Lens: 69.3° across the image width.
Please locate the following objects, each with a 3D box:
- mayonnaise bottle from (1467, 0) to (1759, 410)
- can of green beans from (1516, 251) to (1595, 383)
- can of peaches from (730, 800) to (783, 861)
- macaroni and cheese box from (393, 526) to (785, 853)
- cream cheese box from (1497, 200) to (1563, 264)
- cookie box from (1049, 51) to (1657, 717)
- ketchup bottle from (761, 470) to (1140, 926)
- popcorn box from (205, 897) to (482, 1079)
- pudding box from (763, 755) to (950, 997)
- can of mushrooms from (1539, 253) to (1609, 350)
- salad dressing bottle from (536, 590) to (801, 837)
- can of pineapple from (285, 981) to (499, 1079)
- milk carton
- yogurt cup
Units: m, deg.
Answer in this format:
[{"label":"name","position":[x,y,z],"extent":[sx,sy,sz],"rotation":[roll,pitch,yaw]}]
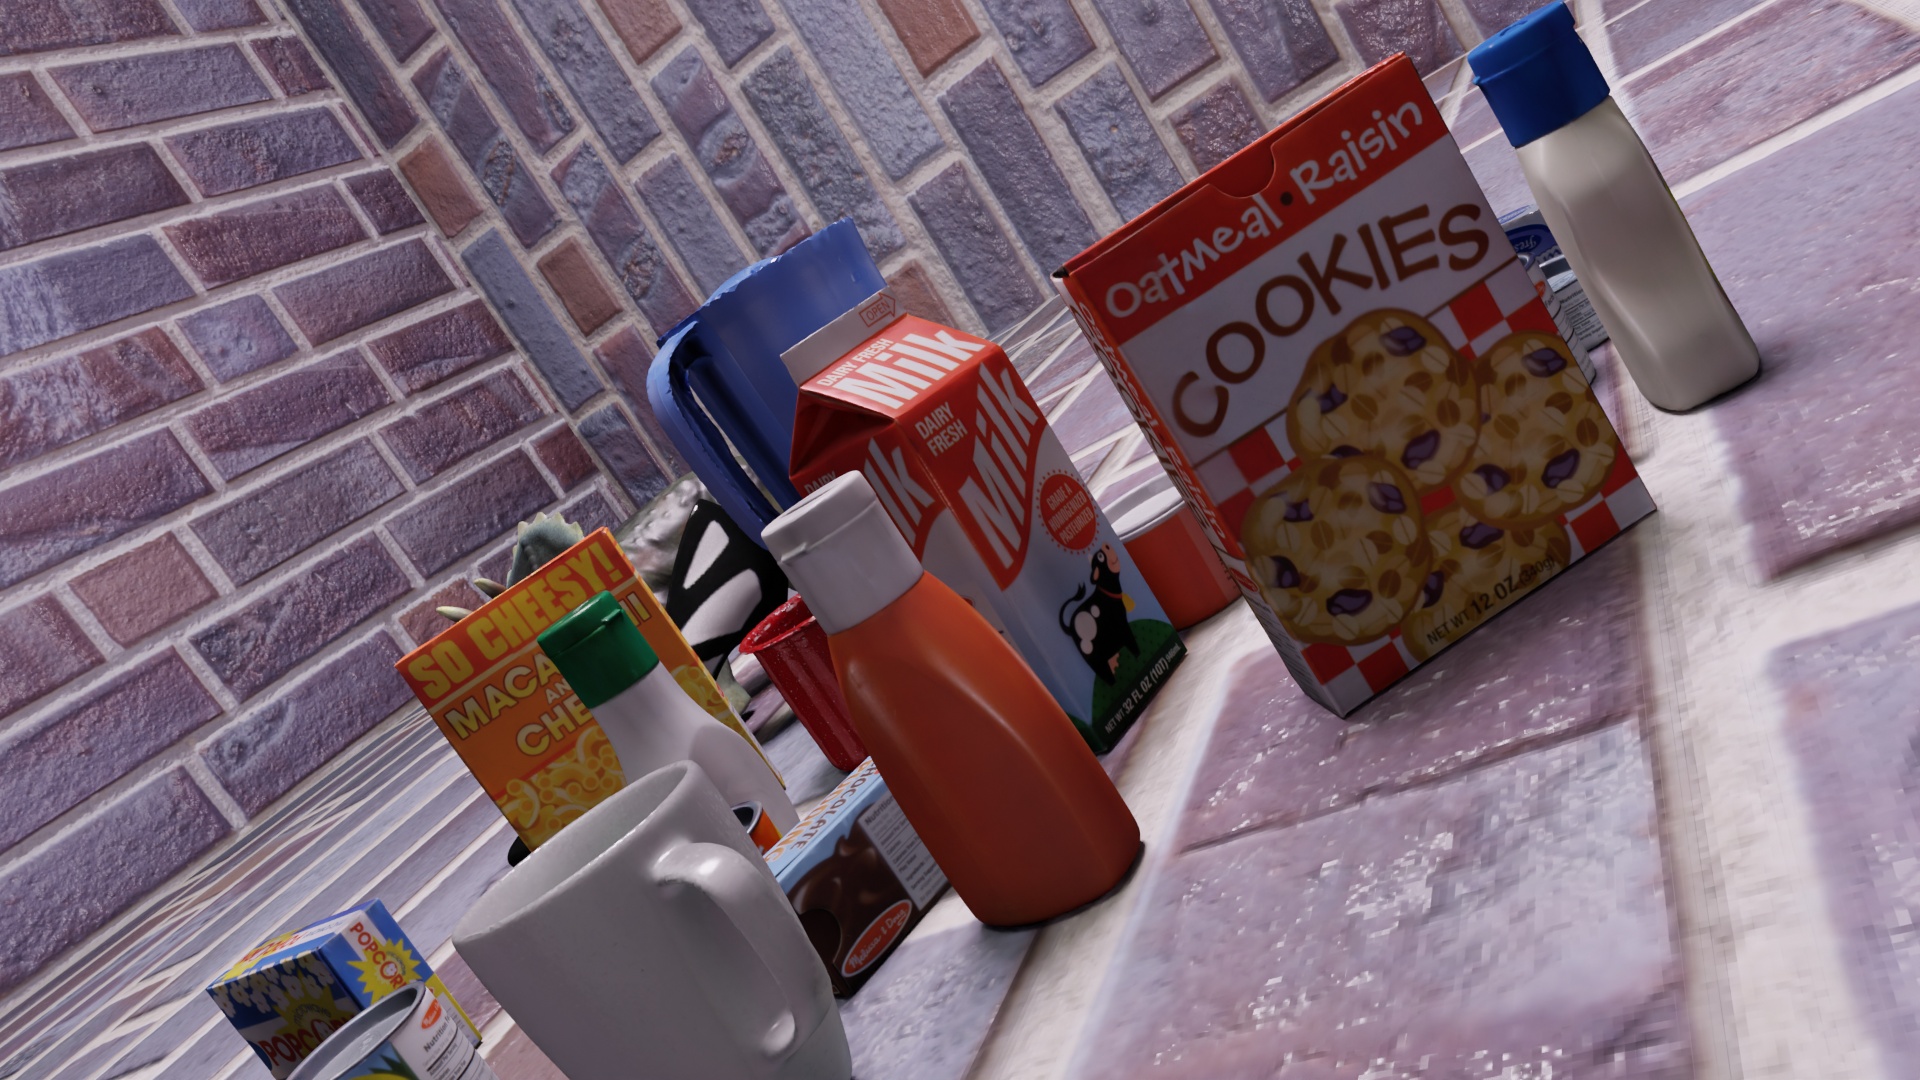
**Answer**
[{"label":"mayonnaise bottle","position":[0.235,-0.121,0.503],"extent":[0.041,0.148,0.065],"rotation":[-29,11,22]},{"label":"can of green beans","position":[0.229,-0.082,0.598],"extent":[0.071,0.057,0.071],"rotation":[-32,10,6]},{"label":"can of peaches","position":[-0.083,0.138,0.505],"extent":[0.071,0.058,0.071],"rotation":[-32,10,6]},{"label":"macaroni and cheese box","position":[-0.190,0.095,0.722],"extent":[0.124,0.166,0.040],"rotation":[-35,10,-9]},{"label":"cream cheese box","position":[0.288,-0.141,0.706],"extent":[0.103,0.053,0.024],"rotation":[-23,14,45]},{"label":"cookie box","position":[0.124,-0.048,0.441],"extent":[0.123,0.167,0.040],"rotation":[-33,10,-2]},{"label":"ketchup bottle","position":[-0.007,0.049,0.434],"extent":[0.064,0.148,0.044],"rotation":[-26,12,36]},{"label":"popcorn box","position":[-0.294,0.225,0.660],"extent":[0.126,0.085,0.038],"rotation":[-25,12,37]},{"label":"pudding box","position":[-0.034,0.114,0.493],"extent":[0.030,0.049,0.084],"rotation":[-21,15,49]},{"label":"can of mushrooms","position":[0.272,-0.105,0.646],"extent":[0.071,0.033,0.071],"rotation":[-32,10,6]},{"label":"salad dressing bottle","position":[-0.123,0.091,0.595],"extent":[0.044,0.147,0.064],"rotation":[-27,11,32]},{"label":"can of pineapple","position":[-0.225,0.220,0.550],"extent":[0.071,0.058,0.071],"rotation":[-32,10,6]},{"label":"milk carton","position":[0.002,-0.007,0.554],"extent":[0.073,0.190,0.073],"rotation":[-23,14,46]},{"label":"yogurt cup","position":[0.094,0.004,0.611],"extent":[0.072,0.054,0.072],"rotation":[-32,10,6]}]
